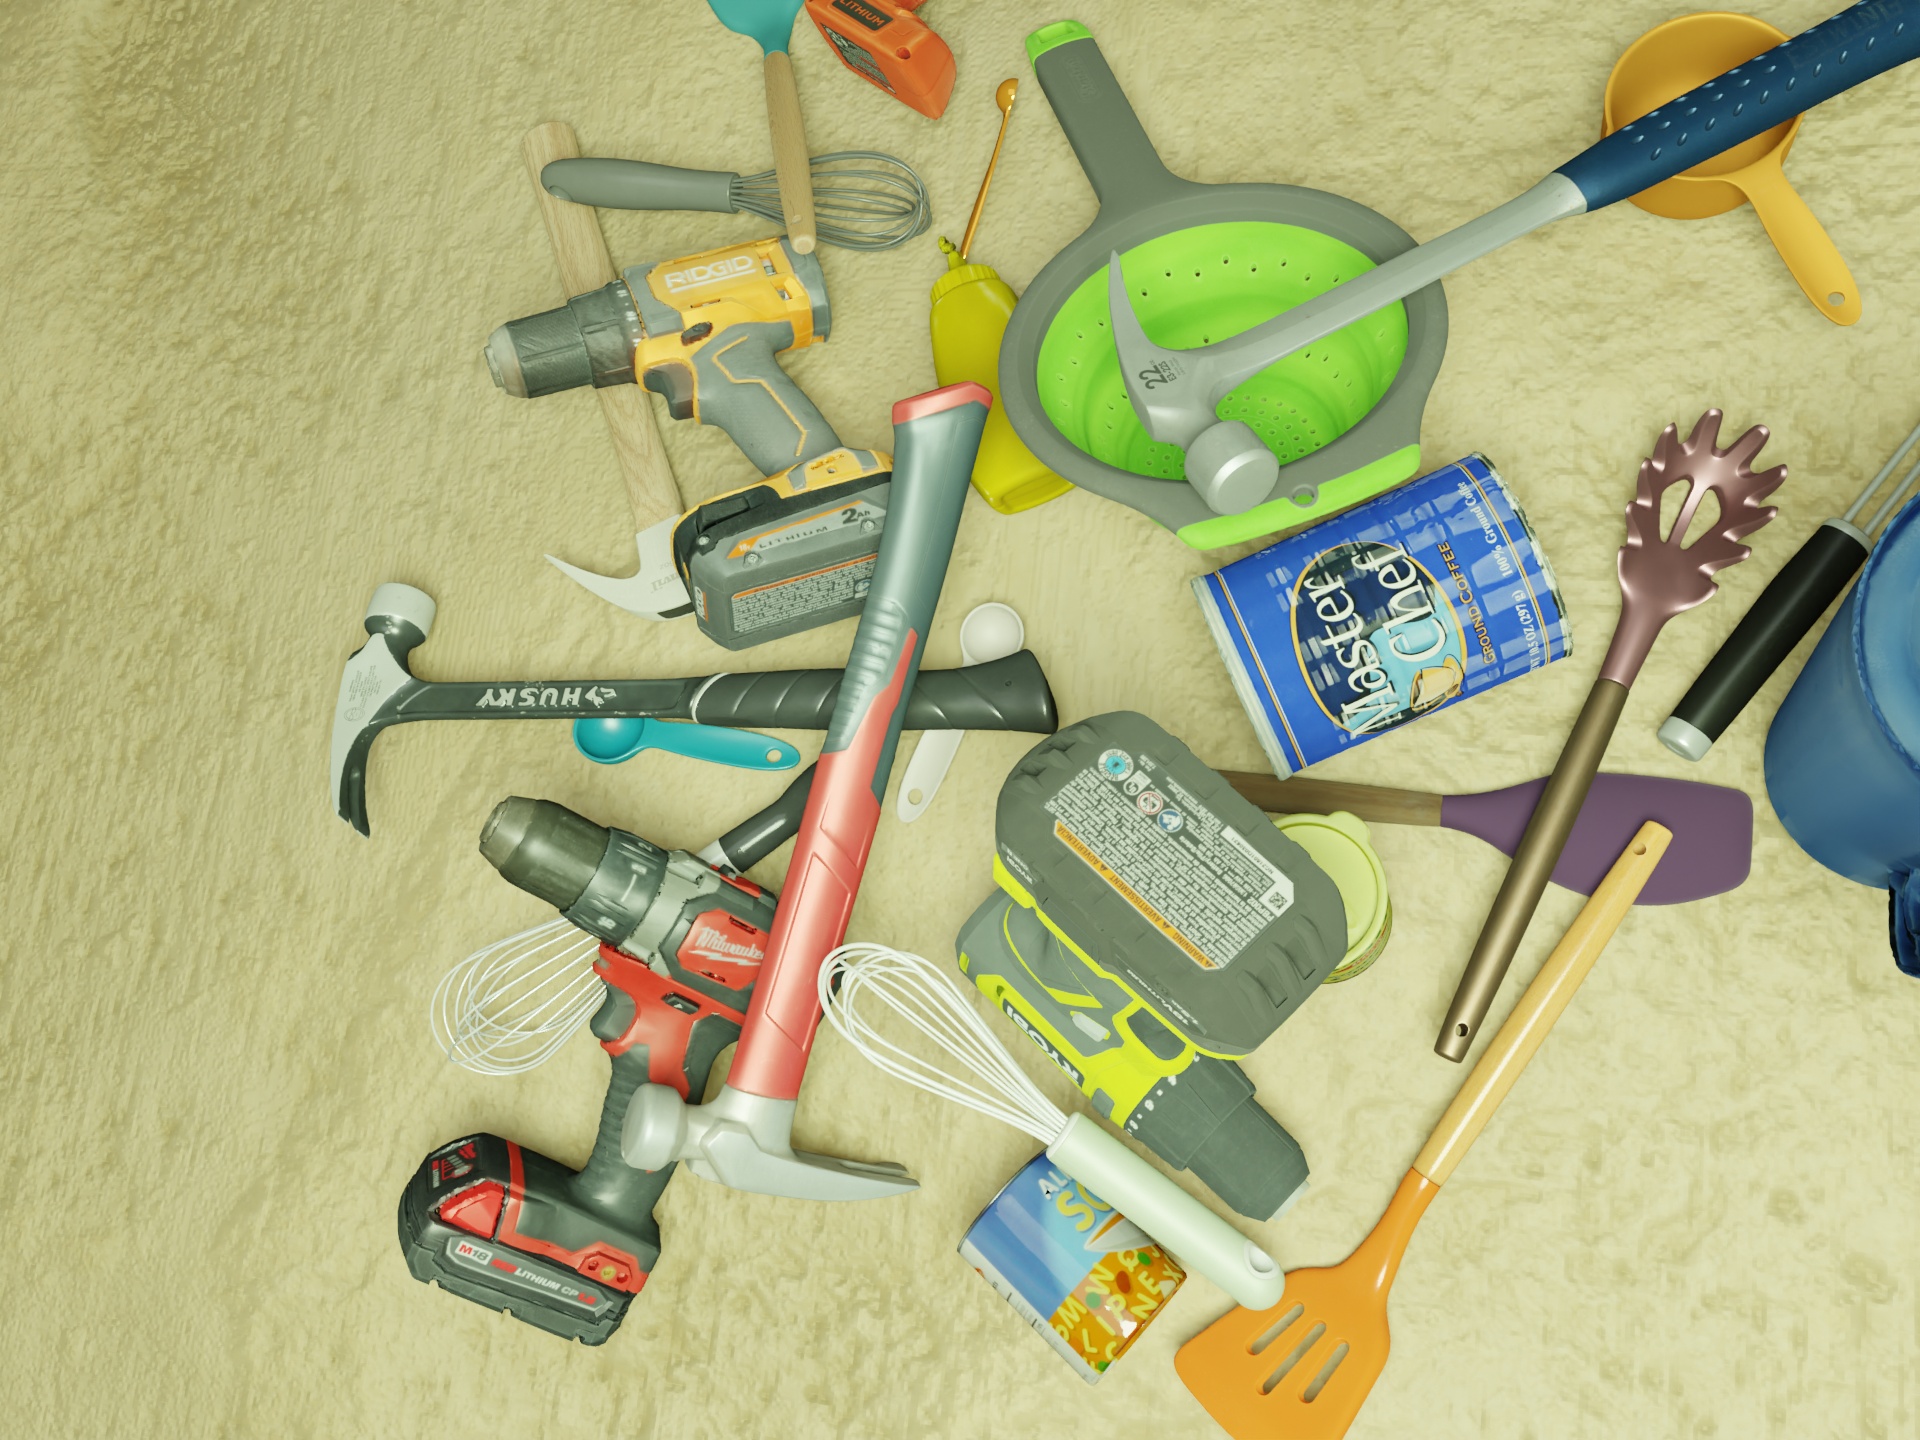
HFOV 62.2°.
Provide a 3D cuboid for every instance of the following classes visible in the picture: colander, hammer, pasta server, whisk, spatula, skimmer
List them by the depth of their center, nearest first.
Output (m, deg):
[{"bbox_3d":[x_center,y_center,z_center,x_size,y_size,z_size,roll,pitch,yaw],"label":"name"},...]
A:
[{"bbox_3d":[0.428,-0.133,0.679,0.127,0.090,0.363,39,92,12],"label":"skimmer"},{"bbox_3d":[0.215,0.178,0.695,0.081,0.041,0.322,34,90,42],"label":"spatula"},{"bbox_3d":[0.253,-0.230,0.697,0.405,0.035,0.144,-27,55,-3],"label":"hammer"},{"bbox_3d":[0.038,0.179,0.702,0.246,0.058,0.059,36,121,7],"label":"whisk"},{"bbox_3d":[0.282,0.006,0.709,0.060,0.040,0.316,25,81,13],"label":"pasta server"},{"bbox_3d":[-0.038,0.032,0.748,0.143,0.038,0.386,17,89,-23],"label":"hammer"},{"bbox_3d":[0.199,0.042,0.749,0.316,0.018,0.060,6,78,17],"label":"spatula"},{"bbox_3d":[0.106,-0.218,0.810,0.204,0.094,0.398,-19,54,3],"label":"colander"},{"bbox_3d":[-0.151,0.094,0.827,0.284,0.070,0.070,-34,70,1],"label":"whisk"},{"bbox_3d":[-0.149,-0.008,0.833,0.409,0.036,0.149,0,61,16],"label":"hammer"},{"bbox_3d":[-0.107,-0.365,0.893,0.082,0.044,0.318,-19,51,9],"label":"spatula"},{"bbox_3d":[-0.130,-0.299,0.900,0.239,0.055,0.055,8,80,13],"label":"whisk"},{"bbox_3d":[-0.204,-0.208,0.923,0.130,0.031,0.331,-23,71,10],"label":"hammer"}]

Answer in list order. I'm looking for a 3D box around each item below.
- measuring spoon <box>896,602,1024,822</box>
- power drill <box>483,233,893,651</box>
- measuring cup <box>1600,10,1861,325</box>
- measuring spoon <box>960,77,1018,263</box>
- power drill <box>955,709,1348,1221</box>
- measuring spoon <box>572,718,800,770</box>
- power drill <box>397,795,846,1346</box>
[{"bbox_3d":[-0.001,-0.003,0.825,0.034,0.018,0.124,27,93,20],"label":"measuring spoon"},{"bbox_3d":[-0.134,-0.149,0.827,0.185,0.084,0.226,-18,63,-14],"label":"power drill"},{"bbox_3d":[0.368,-0.248,0.748,0.095,0.052,0.174,-26,73,10],"label":"measuring cup"},{"bbox_3d":[0.011,-0.298,0.877,0.011,0.021,0.117,17,91,-7],"label":"measuring spoon"},{"bbox_3d":[0.082,0.113,0.662,0.080,0.228,0.191,-40,68,-20],"label":"power drill"},{"bbox_3d":[-0.147,0.014,0.865,0.128,0.021,0.042,10,66,10],"label":"measuring spoon"},{"bbox_3d":[-0.183,0.160,0.764,0.187,0.080,0.227,32,88,-21],"label":"power drill"}]
